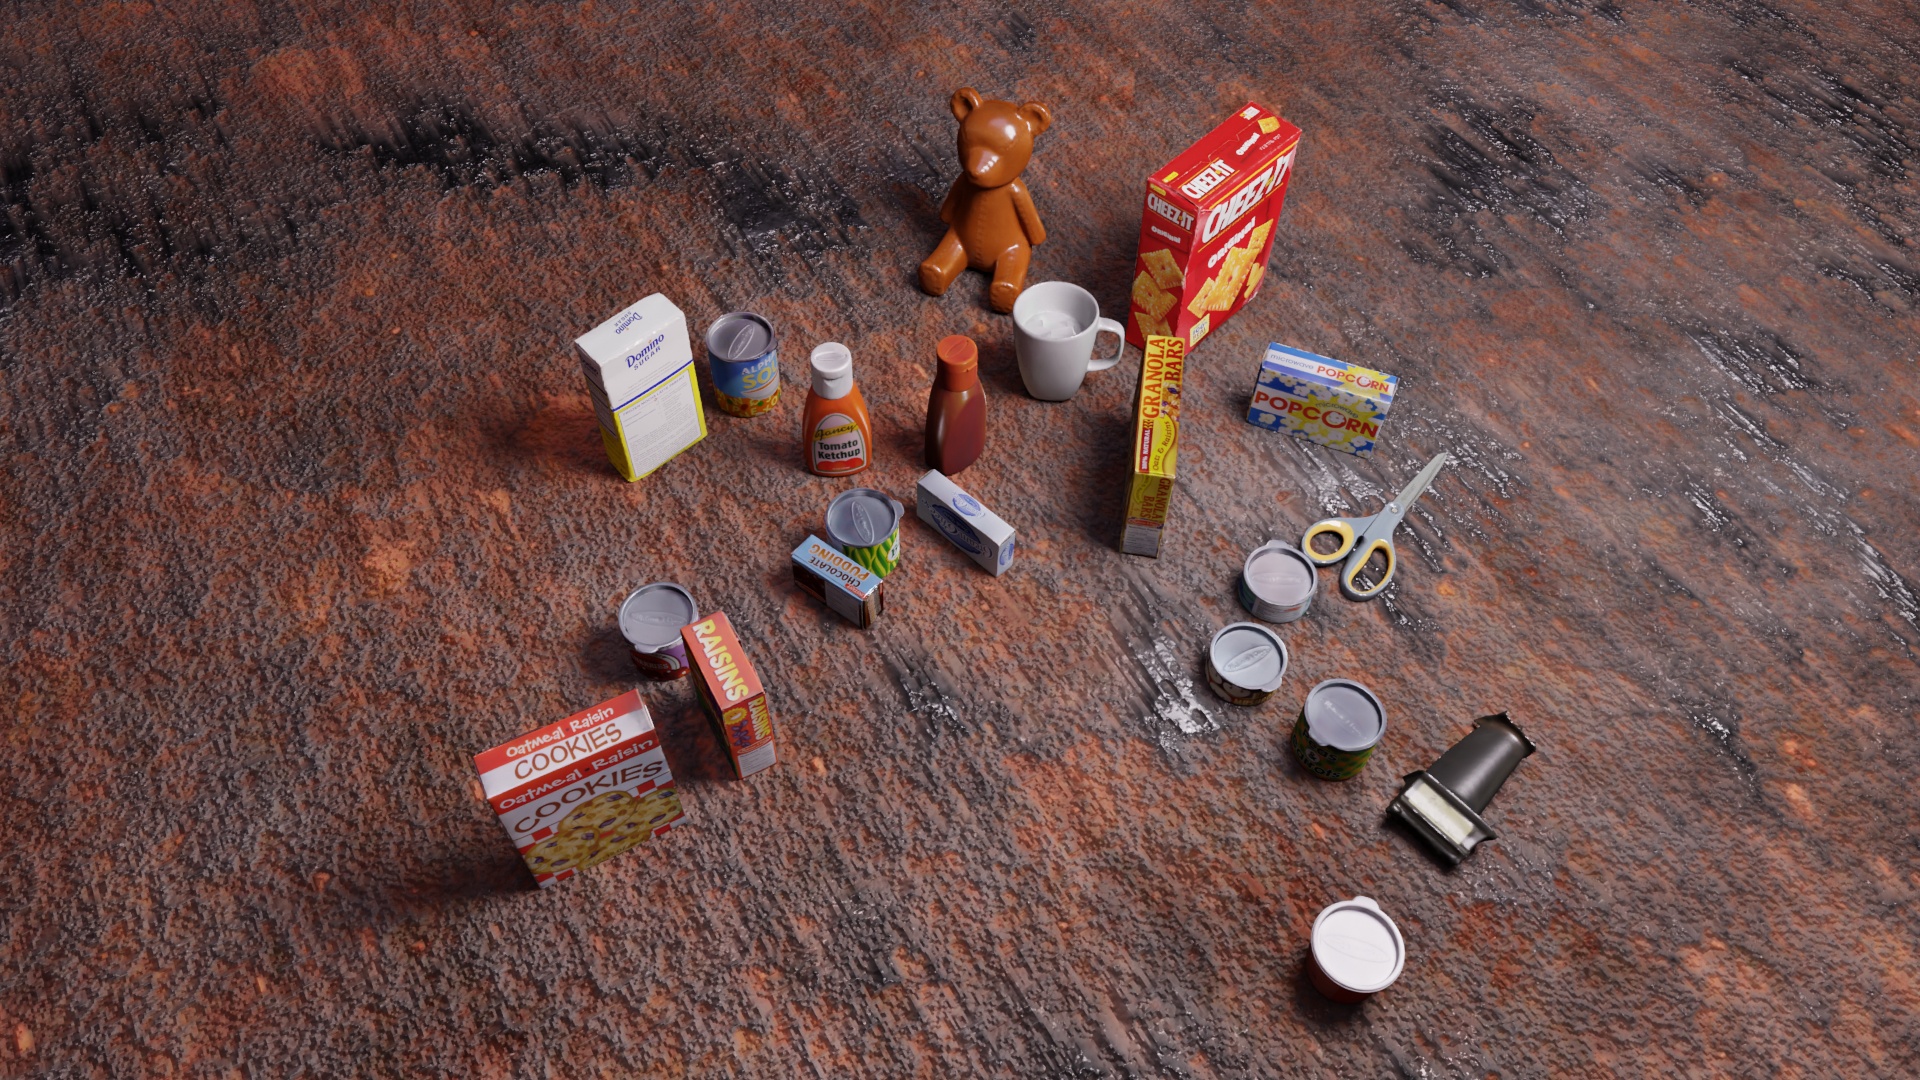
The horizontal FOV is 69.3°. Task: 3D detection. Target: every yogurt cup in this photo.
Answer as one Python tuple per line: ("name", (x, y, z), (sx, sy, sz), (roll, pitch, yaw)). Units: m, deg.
("yogurt cup", (0.291, 0.311, 1.037), (0.072, 0.053, 0.073), (1, 54, -1))

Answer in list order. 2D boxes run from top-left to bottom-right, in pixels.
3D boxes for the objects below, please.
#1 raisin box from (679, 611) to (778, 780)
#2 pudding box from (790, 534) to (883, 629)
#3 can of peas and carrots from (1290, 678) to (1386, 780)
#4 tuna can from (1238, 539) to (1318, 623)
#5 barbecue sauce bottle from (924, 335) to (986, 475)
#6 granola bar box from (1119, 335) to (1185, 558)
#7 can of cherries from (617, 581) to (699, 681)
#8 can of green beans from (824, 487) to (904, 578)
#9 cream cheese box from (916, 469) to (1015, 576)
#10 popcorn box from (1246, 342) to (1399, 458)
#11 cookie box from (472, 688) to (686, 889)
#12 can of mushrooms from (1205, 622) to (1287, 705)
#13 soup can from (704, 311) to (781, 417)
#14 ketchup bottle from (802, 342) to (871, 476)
("raisin box", (-0.184, 0.126, 1.117), (0.040, 0.122, 0.086), (-23, 58, -17))
("pudding box", (-0.109, 0.037, 1.228), (0.084, 0.049, 0.030), (31, 60, 19))
("can of peas and carrots", (0.309, 0.158, 1.145), (0.071, 0.058, 0.071), (1, 54, -1))
("tuna can", (0.284, 0.037, 1.247), (0.071, 0.032, 0.071), (1, 54, -1))
("barbecue sauce bottle", (-0.004, -0.126, 1.287), (0.044, 0.147, 0.065), (38, 62, 23))
("granola bar box", (0.175, -0.087, 1.278), (0.039, 0.123, 0.166), (7, 55, 4))
("can of cherries", (-0.256, 0.080, 1.188), (0.071, 0.058, 0.072), (1, 54, -1))
("can of green beans", (-0.088, -0.004, 1.253), (0.071, 0.057, 0.071), (1, 54, -1))
("cream cheese box", (0.005, -0.016, 1.266), (0.104, 0.053, 0.024), (38, 62, 23))
("popcorn box", (0.347, -0.135, 1.341), (0.127, 0.084, 0.038), (18, 56, 11))
("cookie box", (-0.281, 0.188, 1.043), (0.123, 0.166, 0.040), (-23, 58, -17))
("can of mushrooms", (0.246, 0.108, 1.195), (0.071, 0.033, 0.071), (1, 54, -1))
("soup can", (-0.208, -0.169, 1.353), (0.071, 0.083, 0.072), (1, 54, -1))
("ketchup bottle", (-0.116, -0.120, 1.280), (0.065, 0.148, 0.044), (-6, 55, -5))
